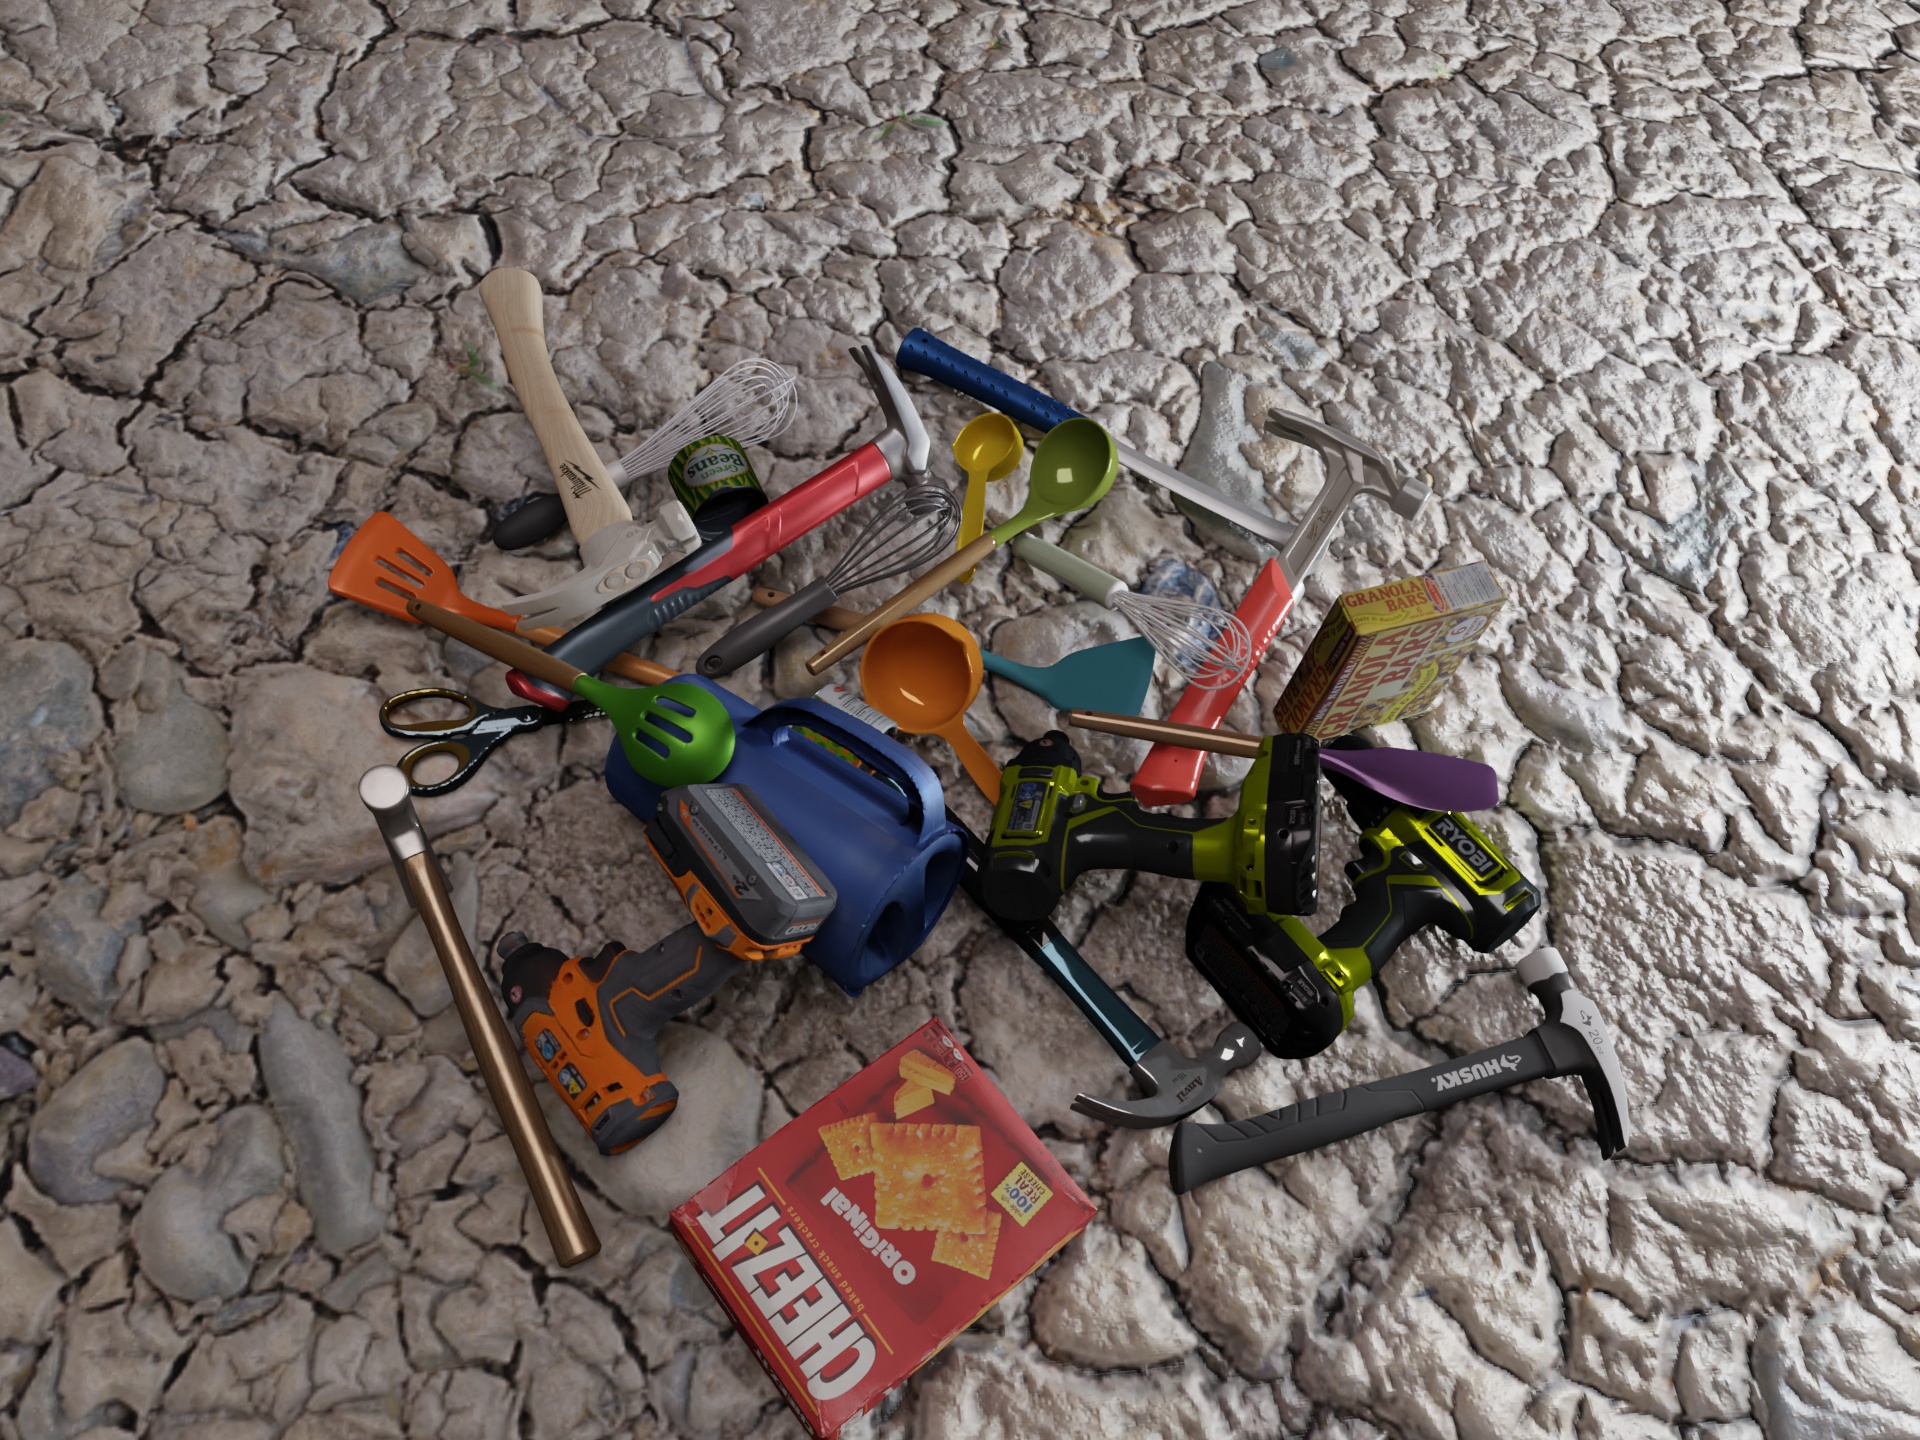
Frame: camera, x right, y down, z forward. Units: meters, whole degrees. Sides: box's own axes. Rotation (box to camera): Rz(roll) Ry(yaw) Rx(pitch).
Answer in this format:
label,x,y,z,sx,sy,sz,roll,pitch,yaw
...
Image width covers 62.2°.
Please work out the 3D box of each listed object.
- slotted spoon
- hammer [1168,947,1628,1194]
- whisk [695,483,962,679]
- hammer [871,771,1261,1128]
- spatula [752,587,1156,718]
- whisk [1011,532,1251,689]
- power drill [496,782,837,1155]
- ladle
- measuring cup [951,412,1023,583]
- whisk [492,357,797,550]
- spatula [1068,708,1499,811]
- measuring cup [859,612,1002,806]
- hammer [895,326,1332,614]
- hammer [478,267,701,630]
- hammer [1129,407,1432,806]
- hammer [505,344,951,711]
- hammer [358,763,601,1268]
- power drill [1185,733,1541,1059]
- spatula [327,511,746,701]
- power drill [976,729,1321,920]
label,x,y,z,sx,sy,sz,roll,pitch,yaw
slotted spoon,-0.282,-0.032,1.101,0.314,0.031,0.070,23,78,30
hammer,0.297,0.264,1.085,0.334,0.035,0.146,-13,61,-14
whisk,-0.103,-0.103,1.214,0.239,0.055,0.055,-34,67,0
hammer,0.054,0.149,1.125,0.128,0.033,0.331,-35,69,-24
spatula,-0.010,-0.063,1.237,0.317,0.044,0.082,15,56,4
whisk,0.126,-0.092,1.232,0.247,0.057,0.059,34,99,38
power drill,-0.202,0.144,1.015,0.164,0.084,0.226,47,108,19
ladle,0.002,-0.136,1.246,0.320,0.062,0.078,-37,48,-23
measuring cup,0.019,-0.181,1.320,0.062,0.029,0.157,-1,70,28
whisk,-0.253,-0.214,1.292,0.284,0.070,0.070,-34,69,-18
spatula,0.236,0.025,1.168,0.316,0.018,0.060,10,44,5
measuring cup,-0.002,-0.004,1.198,0.173,0.095,0.052,54,21,-4
hammer,0.131,-0.236,1.360,0.405,0.035,0.144,29,61,11
hammer,-0.331,-0.235,1.257,0.146,0.038,0.411,-28,51,-2
hammer,0.227,-0.087,1.250,0.149,0.036,0.359,30,70,12
hammer,-0.182,-0.139,1.209,0.386,0.038,0.143,-36,112,-23
hammer,-0.308,0.192,1.024,0.031,0.130,0.331,-23,76,-19
power drill,0.275,0.119,1.145,0.228,0.080,0.191,-29,62,-24
spatula,-0.314,-0.069,1.206,0.322,0.041,0.081,20,59,4
power drill,0.135,0.065,1.104,0.223,0.080,0.171,0,37,15
